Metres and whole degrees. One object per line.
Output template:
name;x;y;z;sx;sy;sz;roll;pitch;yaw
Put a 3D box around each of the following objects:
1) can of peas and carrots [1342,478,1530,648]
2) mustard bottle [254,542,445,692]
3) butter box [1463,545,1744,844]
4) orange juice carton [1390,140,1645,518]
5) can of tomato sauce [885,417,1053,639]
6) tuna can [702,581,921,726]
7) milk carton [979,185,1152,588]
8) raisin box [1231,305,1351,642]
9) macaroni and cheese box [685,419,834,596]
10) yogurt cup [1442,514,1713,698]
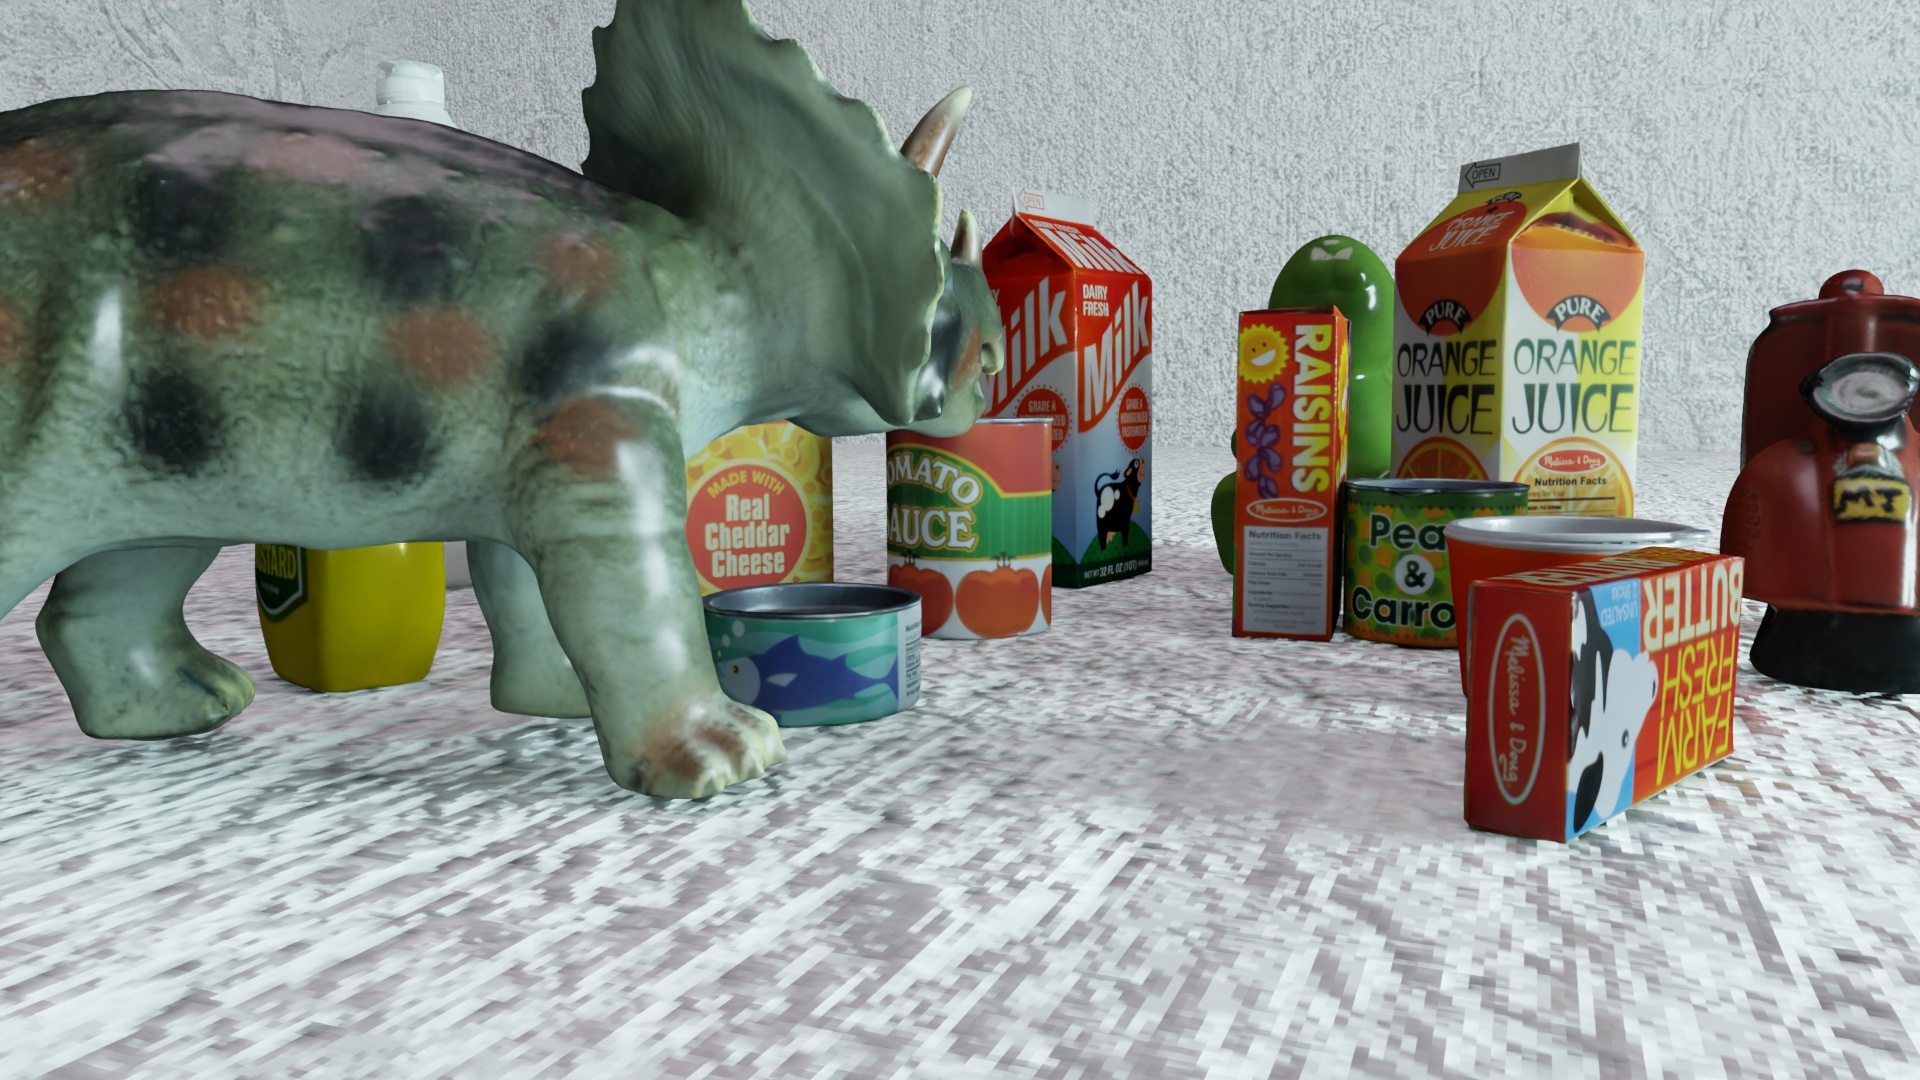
can of peas and carrots;0.176;0.007;0.519;0.071;0.058;0.071;0;6;0
mustard bottle;-0.199;-0.034;0.446;0.065;0.160;0.049;5;8;45
butter box;0.149;0.031;0.317;0.104;0.053;0.024;-6;8;-44
orange juice carton;0.235;-0.068;0.593;0.073;0.192;0.072;-2;6;-20
can of tomato sauce;0.002;-0.007;0.546;0.071;0.083;0.071;0;6;0
tuna can;-0.047;0.033;0.412;0.071;0.032;0.071;0;6;0
milk carton;0.047;-0.076;0.692;0.073;0.190;0.072;4;7;38
raisin box;0.132;-0.028;0.549;0.040;0.123;0.086;1;6;18
macaroni and cheese box;-0.111;-0.047;0.533;0.124;0.166;0.040;-4;6;-30
yogurt cup;0.176;0.021;0.406;0.072;0.054;0.072;0;6;0
